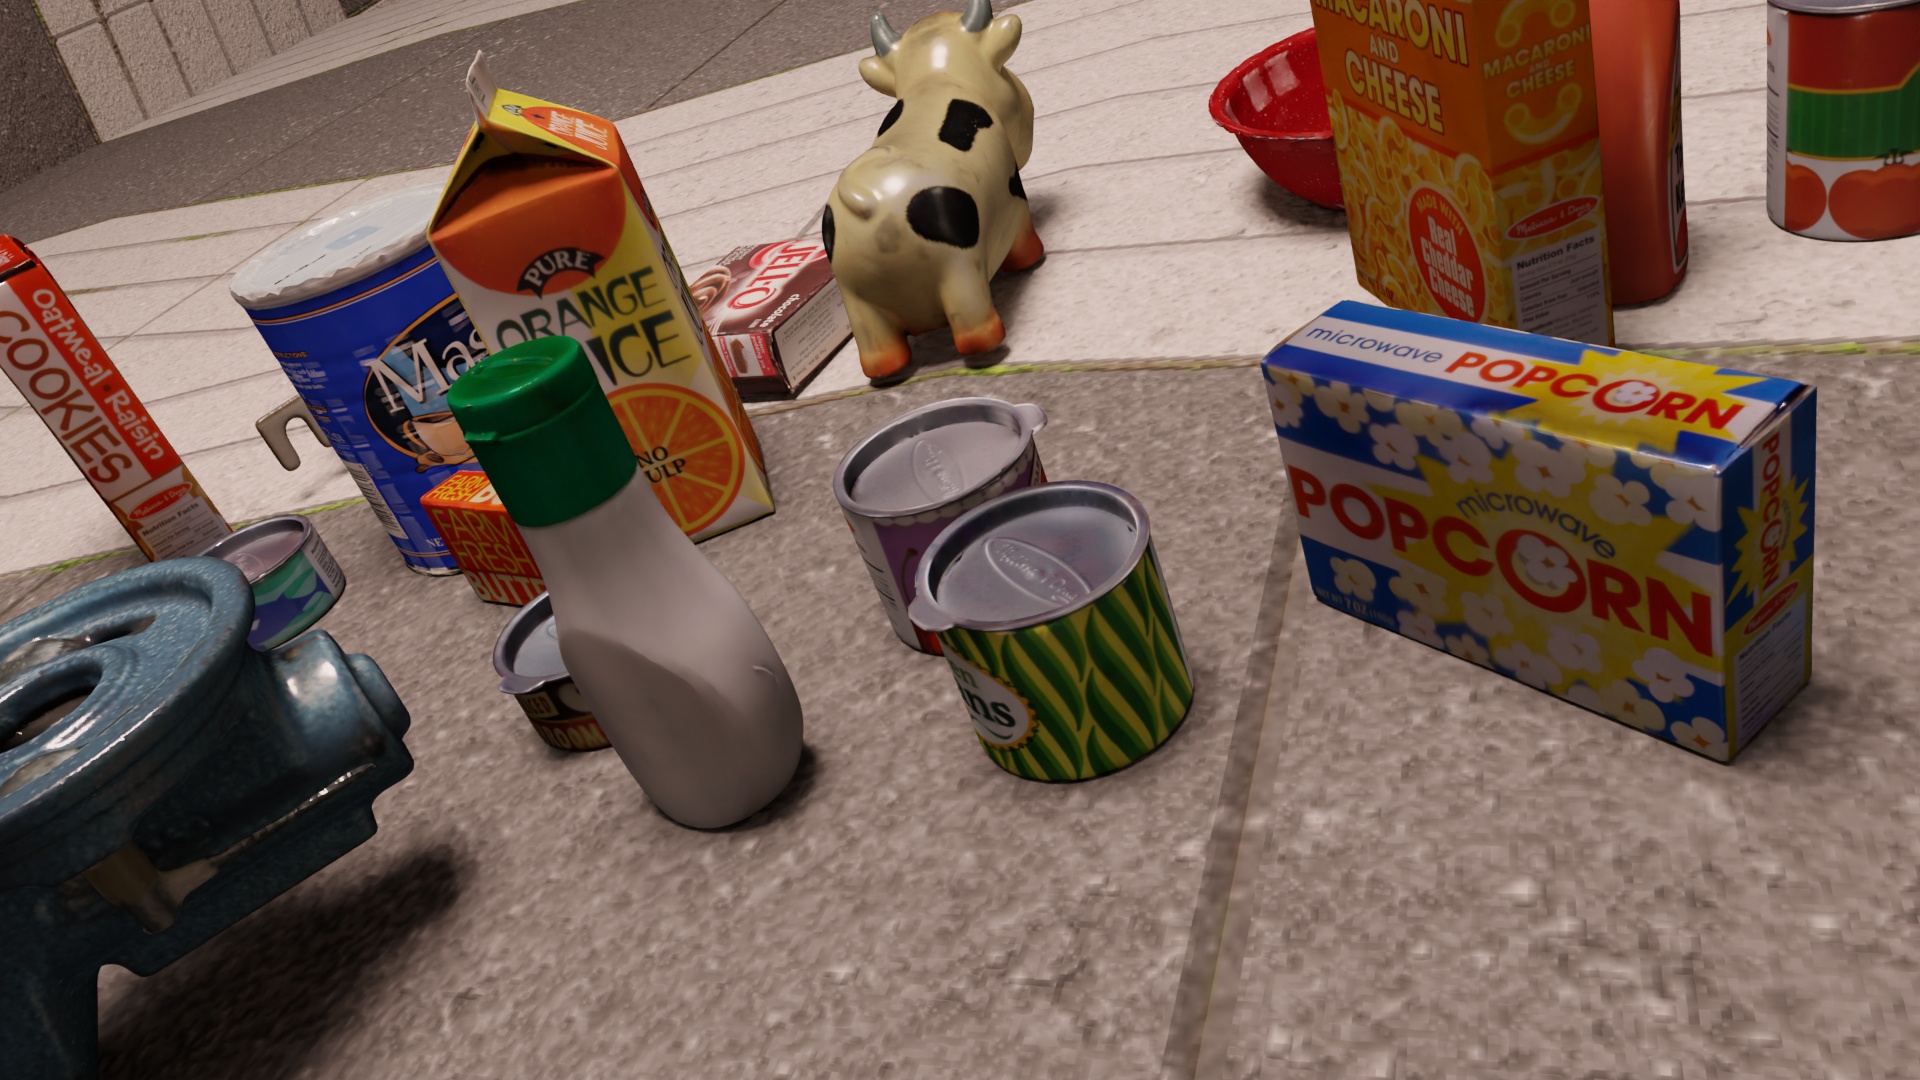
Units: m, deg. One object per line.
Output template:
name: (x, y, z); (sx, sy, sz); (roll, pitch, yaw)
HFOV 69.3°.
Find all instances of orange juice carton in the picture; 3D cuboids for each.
orange juice carton: (-0.143, -0.091, 0.537); (0.073, 0.191, 0.072); (-22, 31, -2)

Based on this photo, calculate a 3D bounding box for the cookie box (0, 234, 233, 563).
cookie box: (-0.415, -0.060, 0.667); (0.040, 0.166, 0.123); (-37, 35, -25)

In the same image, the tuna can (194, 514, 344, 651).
tuna can: (-0.312, 0.022, 0.613); (0.071, 0.032, 0.071); (-15, 32, 9)

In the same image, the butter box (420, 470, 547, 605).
butter box: (-0.160, 0.001, 0.539); (0.103, 0.053, 0.024); (5, 39, 35)

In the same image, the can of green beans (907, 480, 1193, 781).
can of green beans: (0.027, 0.025, 0.392); (0.071, 0.057, 0.071); (-15, 32, 9)

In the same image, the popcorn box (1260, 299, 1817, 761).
popcorn box: (0.141, -0.008, 0.352); (0.038, 0.085, 0.127); (-35, 35, -23)

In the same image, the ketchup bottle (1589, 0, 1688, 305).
ketchup bottle: (0.223, -0.159, 0.476); (0.043, 0.148, 0.065); (-3, 35, 26)

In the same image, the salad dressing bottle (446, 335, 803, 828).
salad dressing bottle: (-0.092, 0.015, 0.389); (0.064, 0.147, 0.044); (2, 38, 32)

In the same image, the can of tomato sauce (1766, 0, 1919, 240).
can of tomato sauce: (0.318, -0.155, 0.479); (0.071, 0.082, 0.071); (-15, 32, 9)

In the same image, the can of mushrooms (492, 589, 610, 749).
can of mushrooms: (-0.125, 0.040, 0.478); (0.071, 0.033, 0.071); (-15, 32, 9)

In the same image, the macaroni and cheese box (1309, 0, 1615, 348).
macaroni and cheese box: (0.167, -0.148, 0.475); (0.040, 0.165, 0.124); (-21, 31, -1)

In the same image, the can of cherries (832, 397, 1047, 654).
can of cherries: (0.002, -0.006, 0.453); (0.071, 0.058, 0.072); (-15, 32, 9)
